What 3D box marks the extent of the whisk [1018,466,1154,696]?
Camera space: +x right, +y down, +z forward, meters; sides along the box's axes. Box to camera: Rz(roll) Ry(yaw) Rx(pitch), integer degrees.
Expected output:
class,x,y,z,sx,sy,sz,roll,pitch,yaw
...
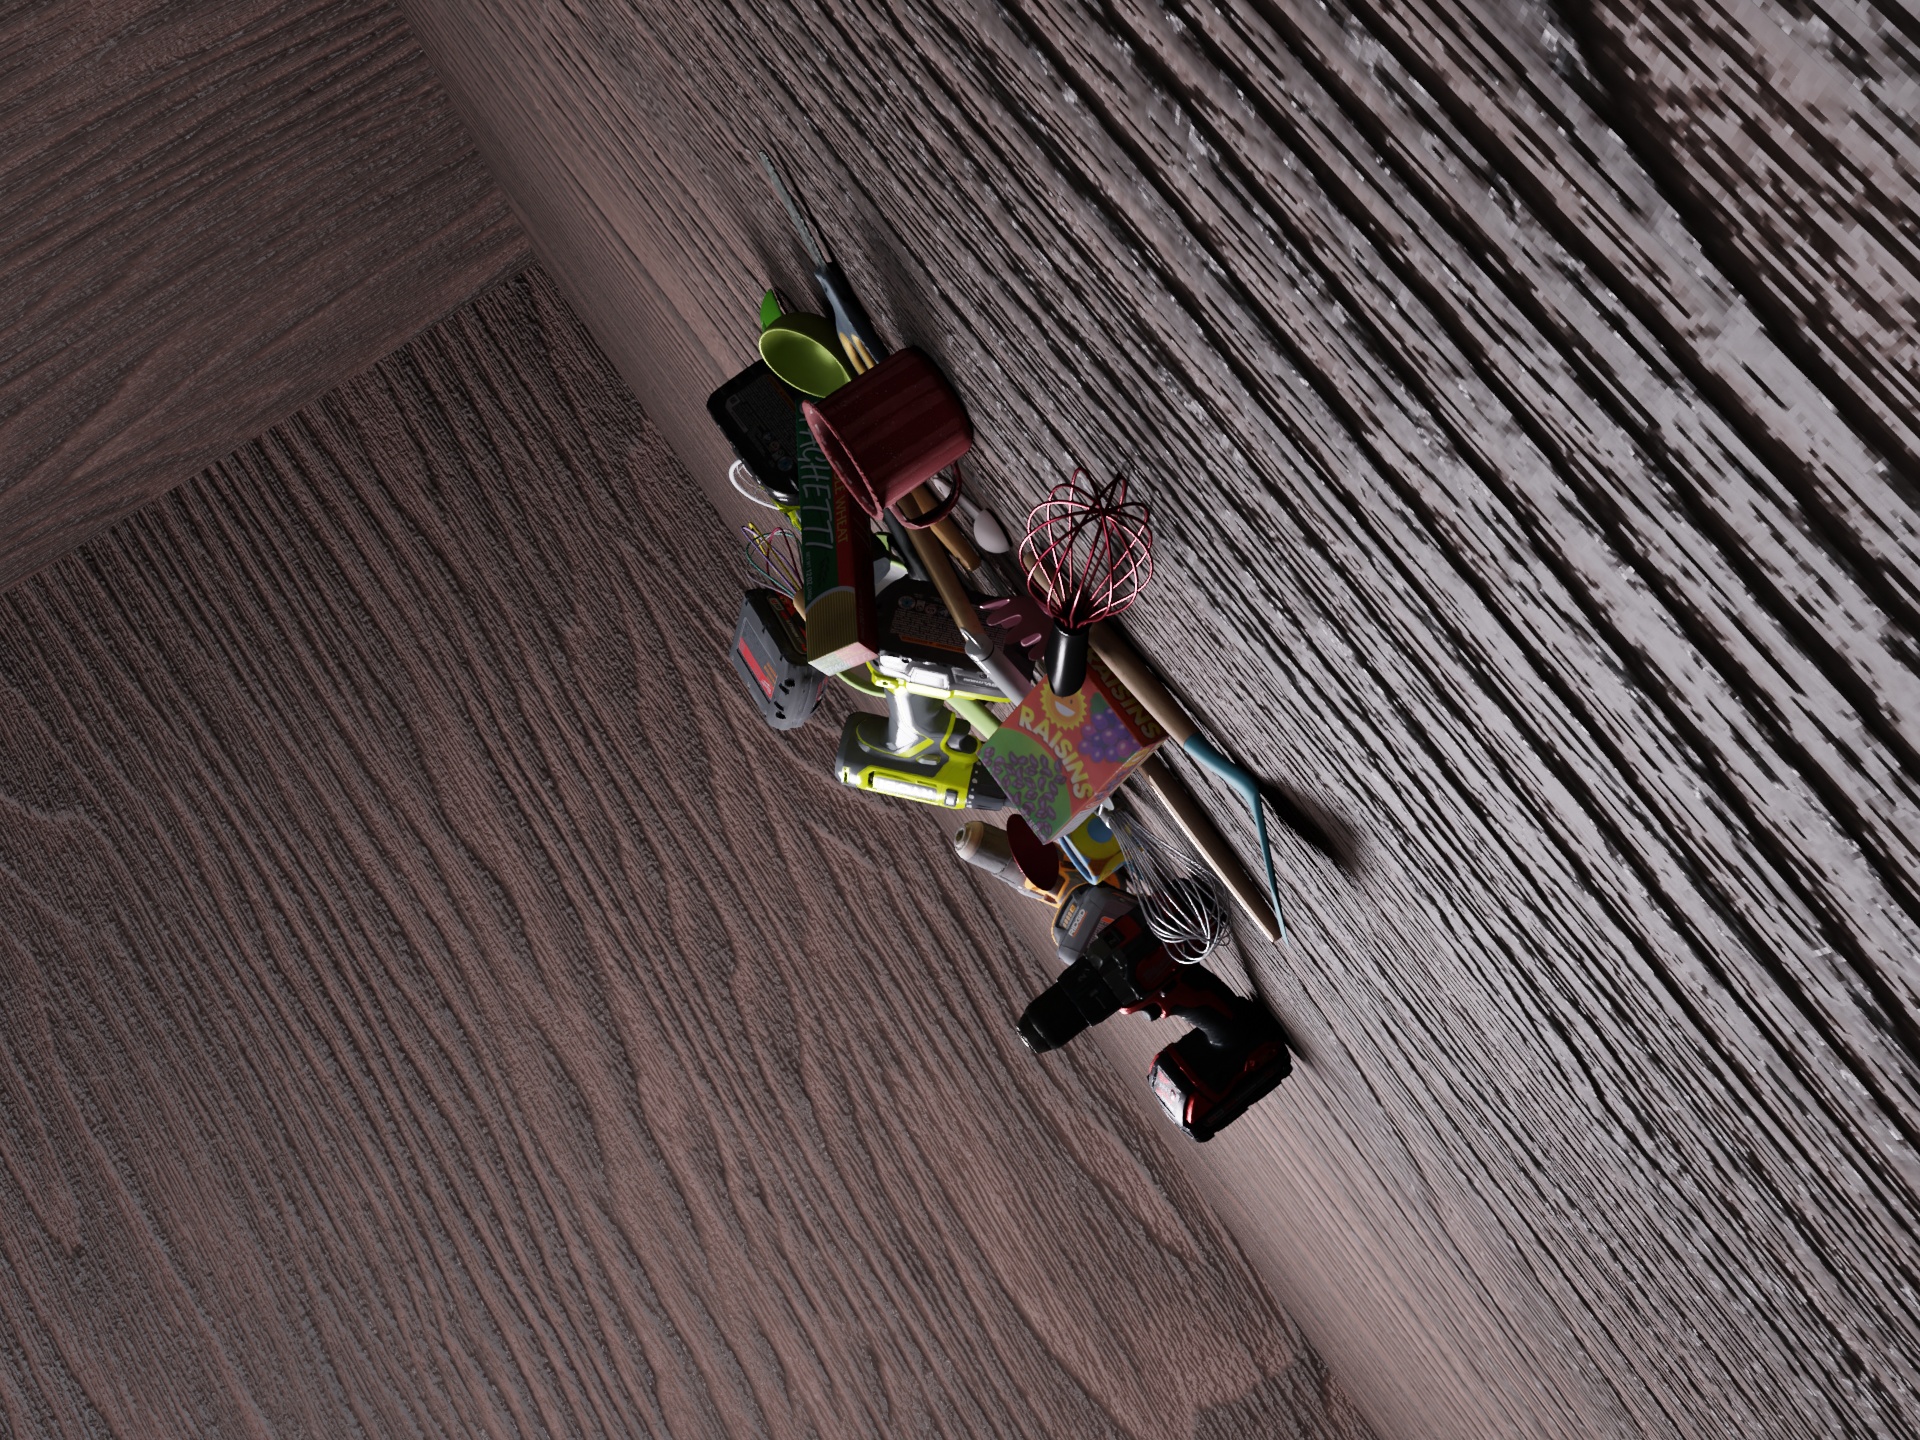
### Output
class,x,y,z,sx,sy,sz,roll,pitch,yaw
whisk,0.066,-0.065,0.911,0.073,0.073,0.295,54,171,13

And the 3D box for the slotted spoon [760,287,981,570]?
class,x,y,z,sx,sy,sz,roll,pitch,yaw
slotted spoon,-0.080,-0.240,1.315,0.314,0.031,0.070,52,175,18

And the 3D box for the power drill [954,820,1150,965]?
class,x,y,z,sx,sy,sz,roll,pitch,yaw
power drill,0.101,0.165,1.501,0.185,0.084,0.226,24,-174,-22

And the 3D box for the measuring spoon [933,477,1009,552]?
class,x,y,z,sx,sy,sz,roll,pitch,yaw
measuring spoon,0.002,-0.154,1.184,0.124,0.018,0.034,48,170,53

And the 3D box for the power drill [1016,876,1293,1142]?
class,x,y,z,sx,sy,sz,roll,pitch,yaw
power drill,0.163,0.255,1.327,0.226,0.188,0.080,55,175,-35

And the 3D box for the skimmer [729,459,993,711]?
class,x,y,z,sx,sy,sz,roll,pitch,yaw
skimmer,-0.094,-0.136,1.627,0.127,0.090,0.363,-20,109,53

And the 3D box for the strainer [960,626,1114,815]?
class,x,y,z,sx,sy,sz,roll,pitch,yaw
strainer,0.065,-0.002,1.182,0.087,0.050,0.258,45,180,42

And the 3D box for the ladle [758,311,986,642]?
class,x,y,z,sx,sy,sz,roll,pitch,yaw
ladle,-0.059,-0.170,1.191,0.320,0.062,0.078,62,162,12

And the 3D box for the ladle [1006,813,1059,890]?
class,x,y,z,sx,sy,sz,roll,pitch,yaw
ladle,0.070,0.103,1.413,0.069,0.031,0.315,62,-176,1

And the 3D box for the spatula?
class,x,y,z,sx,sy,sz,roll,pitch,yaw
spatula,0.120,0.001,0.991,0.318,0.044,0.082,52,176,32

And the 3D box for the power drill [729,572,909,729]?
class,x,y,z,sx,sy,sz,roll,pitch,yaw
power drill,-0.080,-0.064,1.414,0.143,0.219,0.078,55,140,34

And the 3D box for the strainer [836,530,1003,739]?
class,x,y,z,sx,sy,sz,roll,pitch,yaw
strainer,-0.029,-0.067,1.579,0.256,0.151,0.069,43,-150,-5

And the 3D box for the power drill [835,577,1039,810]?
class,x,y,z,sx,sy,sz,roll,pitch,yaw
power drill,-0.002,-0.004,1.295,0.228,0.190,0.080,99,-176,-55

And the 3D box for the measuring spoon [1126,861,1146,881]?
class,x,y,z,sx,sy,sz,roll,pitch,yaw
measuring spoon,0.138,0.100,1.485,0.128,0.021,0.042,48,174,-12

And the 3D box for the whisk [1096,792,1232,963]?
class,x,y,z,sx,sy,sz,roll,pitch,yaw
whisk,0.138,0.092,1.275,0.070,0.070,0.285,61,177,-38

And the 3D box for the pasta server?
class,x,y,z,sx,sy,sz,roll,pitch,yaw
pasta server,0.124,0.031,1.133,0.316,0.040,0.060,53,-169,7

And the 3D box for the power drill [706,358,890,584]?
class,x,y,z,sx,sy,sz,roll,pitch,yaw
power drill,-0.145,-0.221,1.424,0.171,0.080,0.223,52,176,18

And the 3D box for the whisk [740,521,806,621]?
class,x,y,z,sx,sy,sz,roll,pitch,yaw
whisk,-0.132,-0.107,1.315,0.245,0.051,0.047,-129,40,-53
